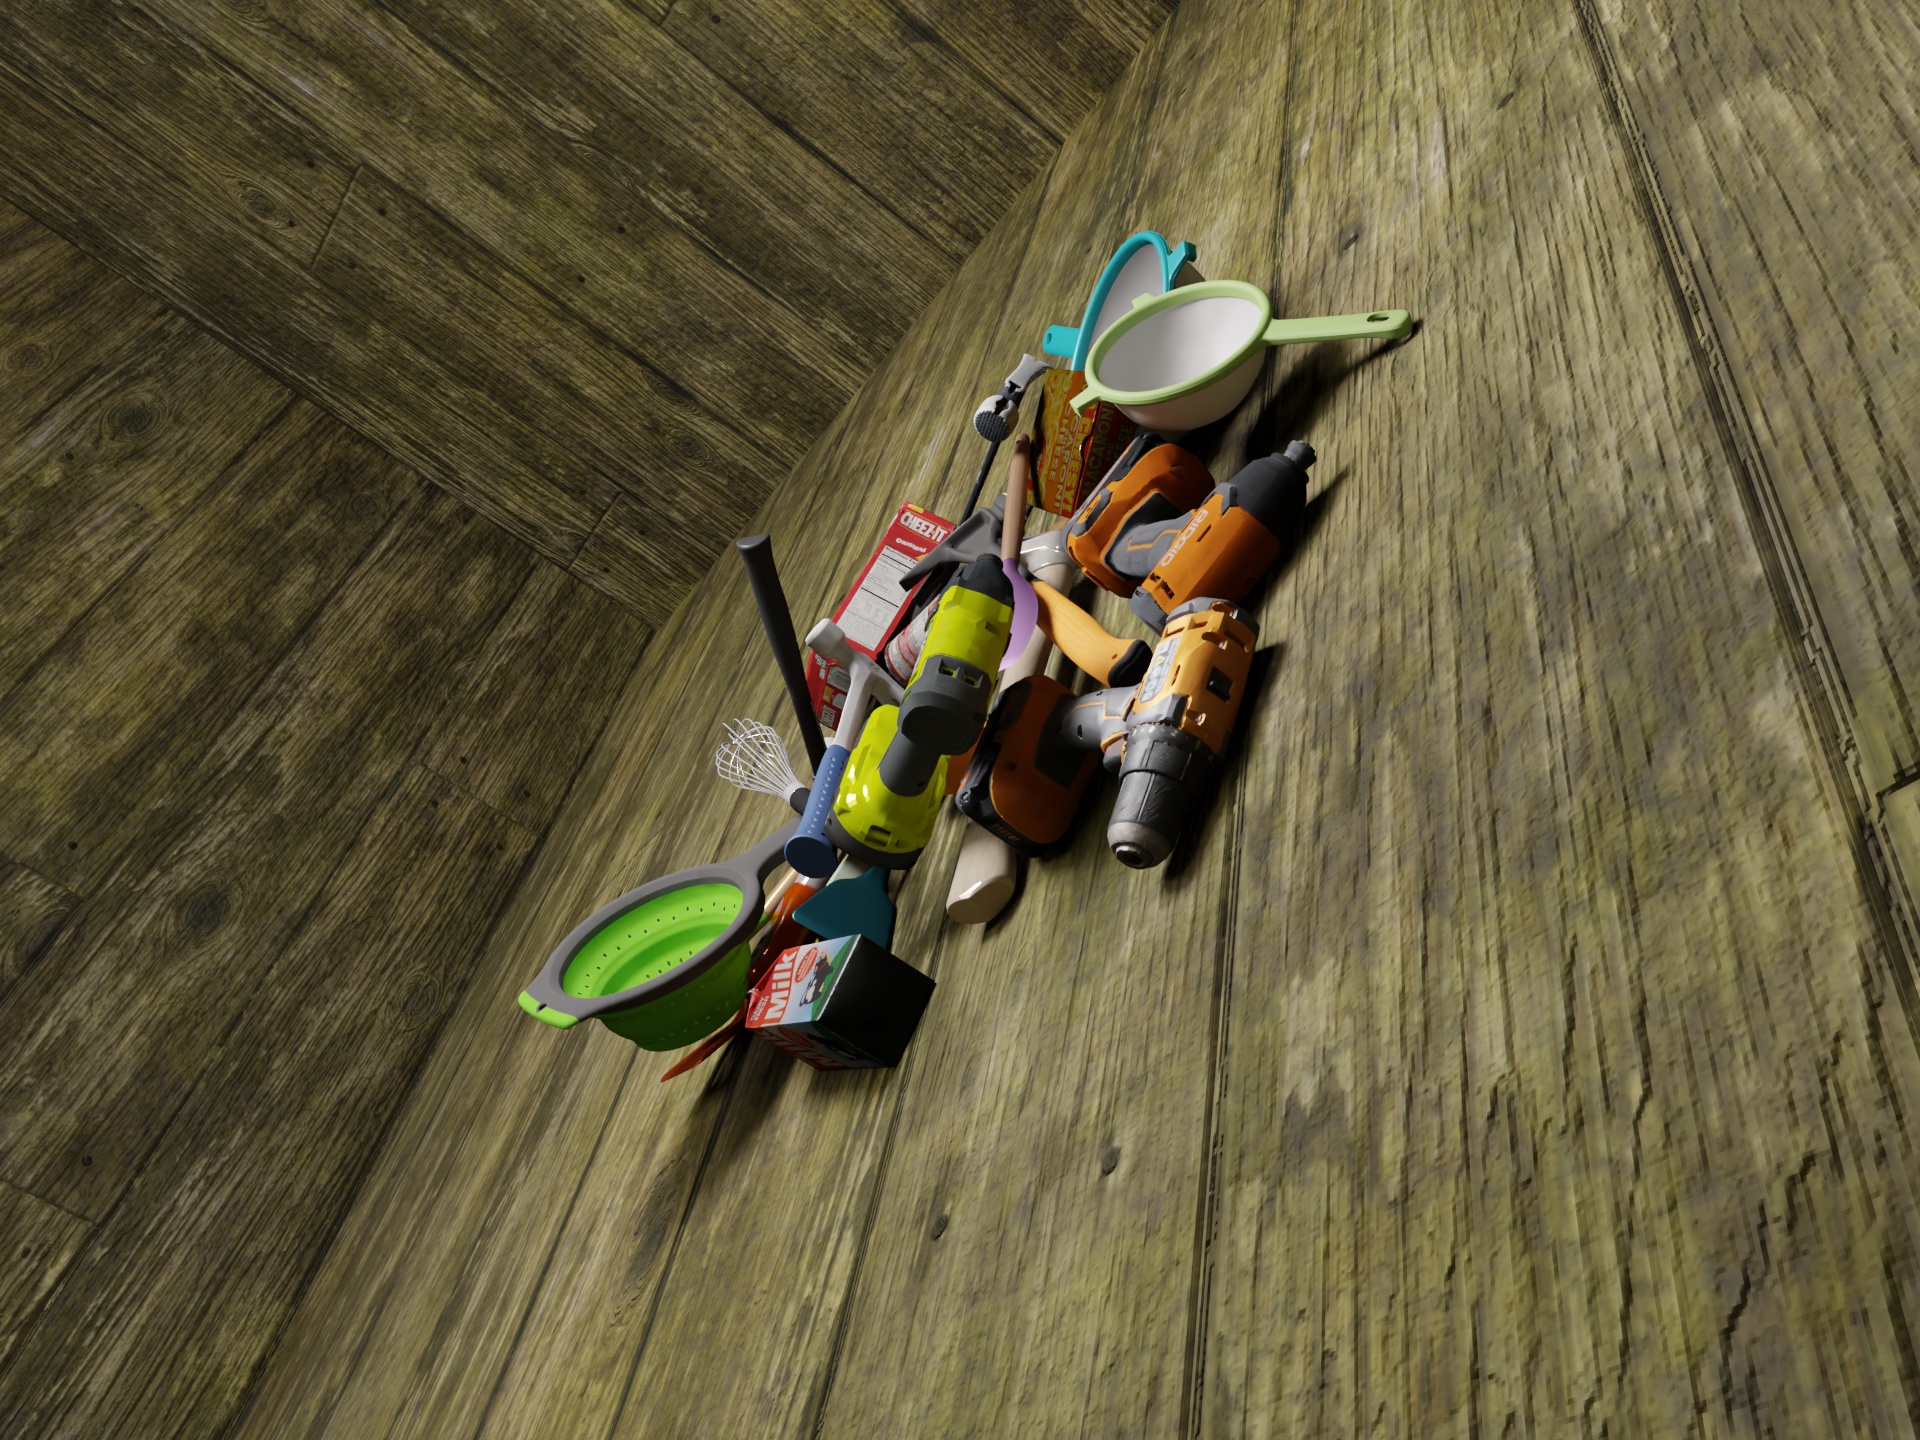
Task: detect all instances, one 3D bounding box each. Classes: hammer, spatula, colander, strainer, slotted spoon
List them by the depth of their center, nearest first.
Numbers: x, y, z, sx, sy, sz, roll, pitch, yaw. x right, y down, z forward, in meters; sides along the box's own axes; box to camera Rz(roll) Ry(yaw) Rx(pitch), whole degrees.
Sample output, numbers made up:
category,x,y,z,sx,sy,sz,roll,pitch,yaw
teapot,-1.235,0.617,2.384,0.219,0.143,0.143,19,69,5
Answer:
category,x,y,z,sx,sy,sz,roll,pitch,yaw
strainer,0.221,-0.270,1.207,0.256,0.069,0.151,3,48,34
hammer,0.036,-0.007,1.273,0.146,0.038,0.411,-17,39,30
hammer,0.058,-0.092,1.289,0.127,0.034,0.337,-40,32,-2
spatula,0.044,-0.146,1.319,0.060,0.018,0.316,-24,36,26
spatula,-0.037,0.071,1.373,0.044,0.082,0.318,101,-165,-57
hammer,-0.098,0.029,1.392,0.035,0.144,0.406,-44,14,19
colander,-0.192,0.176,1.414,0.397,0.094,0.205,-36,25,-30
strainer,0.161,-0.334,1.469,0.341,0.095,0.211,-128,51,-70
slotted spoon,-0.172,0.166,1.518,0.314,0.031,0.070,-51,-2,-25
spatula,-0.194,0.215,1.541,0.081,0.041,0.323,-33,27,47
hammer,-0.162,-0.039,1.552,0.035,0.334,0.146,-10,39,3
hammer,-0.002,-0.185,1.570,0.149,0.036,0.408,-60,-3,-44

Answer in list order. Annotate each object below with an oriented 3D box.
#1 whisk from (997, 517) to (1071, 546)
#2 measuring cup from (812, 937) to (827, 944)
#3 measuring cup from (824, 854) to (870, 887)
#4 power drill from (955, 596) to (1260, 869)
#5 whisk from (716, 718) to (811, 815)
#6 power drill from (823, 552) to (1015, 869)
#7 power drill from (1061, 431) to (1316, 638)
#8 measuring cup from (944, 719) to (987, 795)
category,x,y,z,sx,sy,sz,roll,pitch,yaw
whisk,0.078,-0.173,1.518,0.245,0.051,0.047,-23,52,53
measuring cup,-0.121,0.215,1.384,0.062,0.029,0.156,-57,5,0
measuring cup,-0.093,0.141,1.428,0.083,0.038,0.168,-56,0,22
power drill,0.091,0.029,1.051,0.226,0.084,0.185,-24,36,53
whisk,-0.159,0.060,1.456,0.070,0.070,0.285,-56,32,-1
power drill,-0.023,-0.006,1.164,0.223,0.080,0.171,119,171,-48
power drill,0.169,-0.146,1.166,0.164,0.084,0.227,-51,20,5
measuring cup,-0.002,-0.004,1.373,0.095,0.052,0.174,-2,40,25
